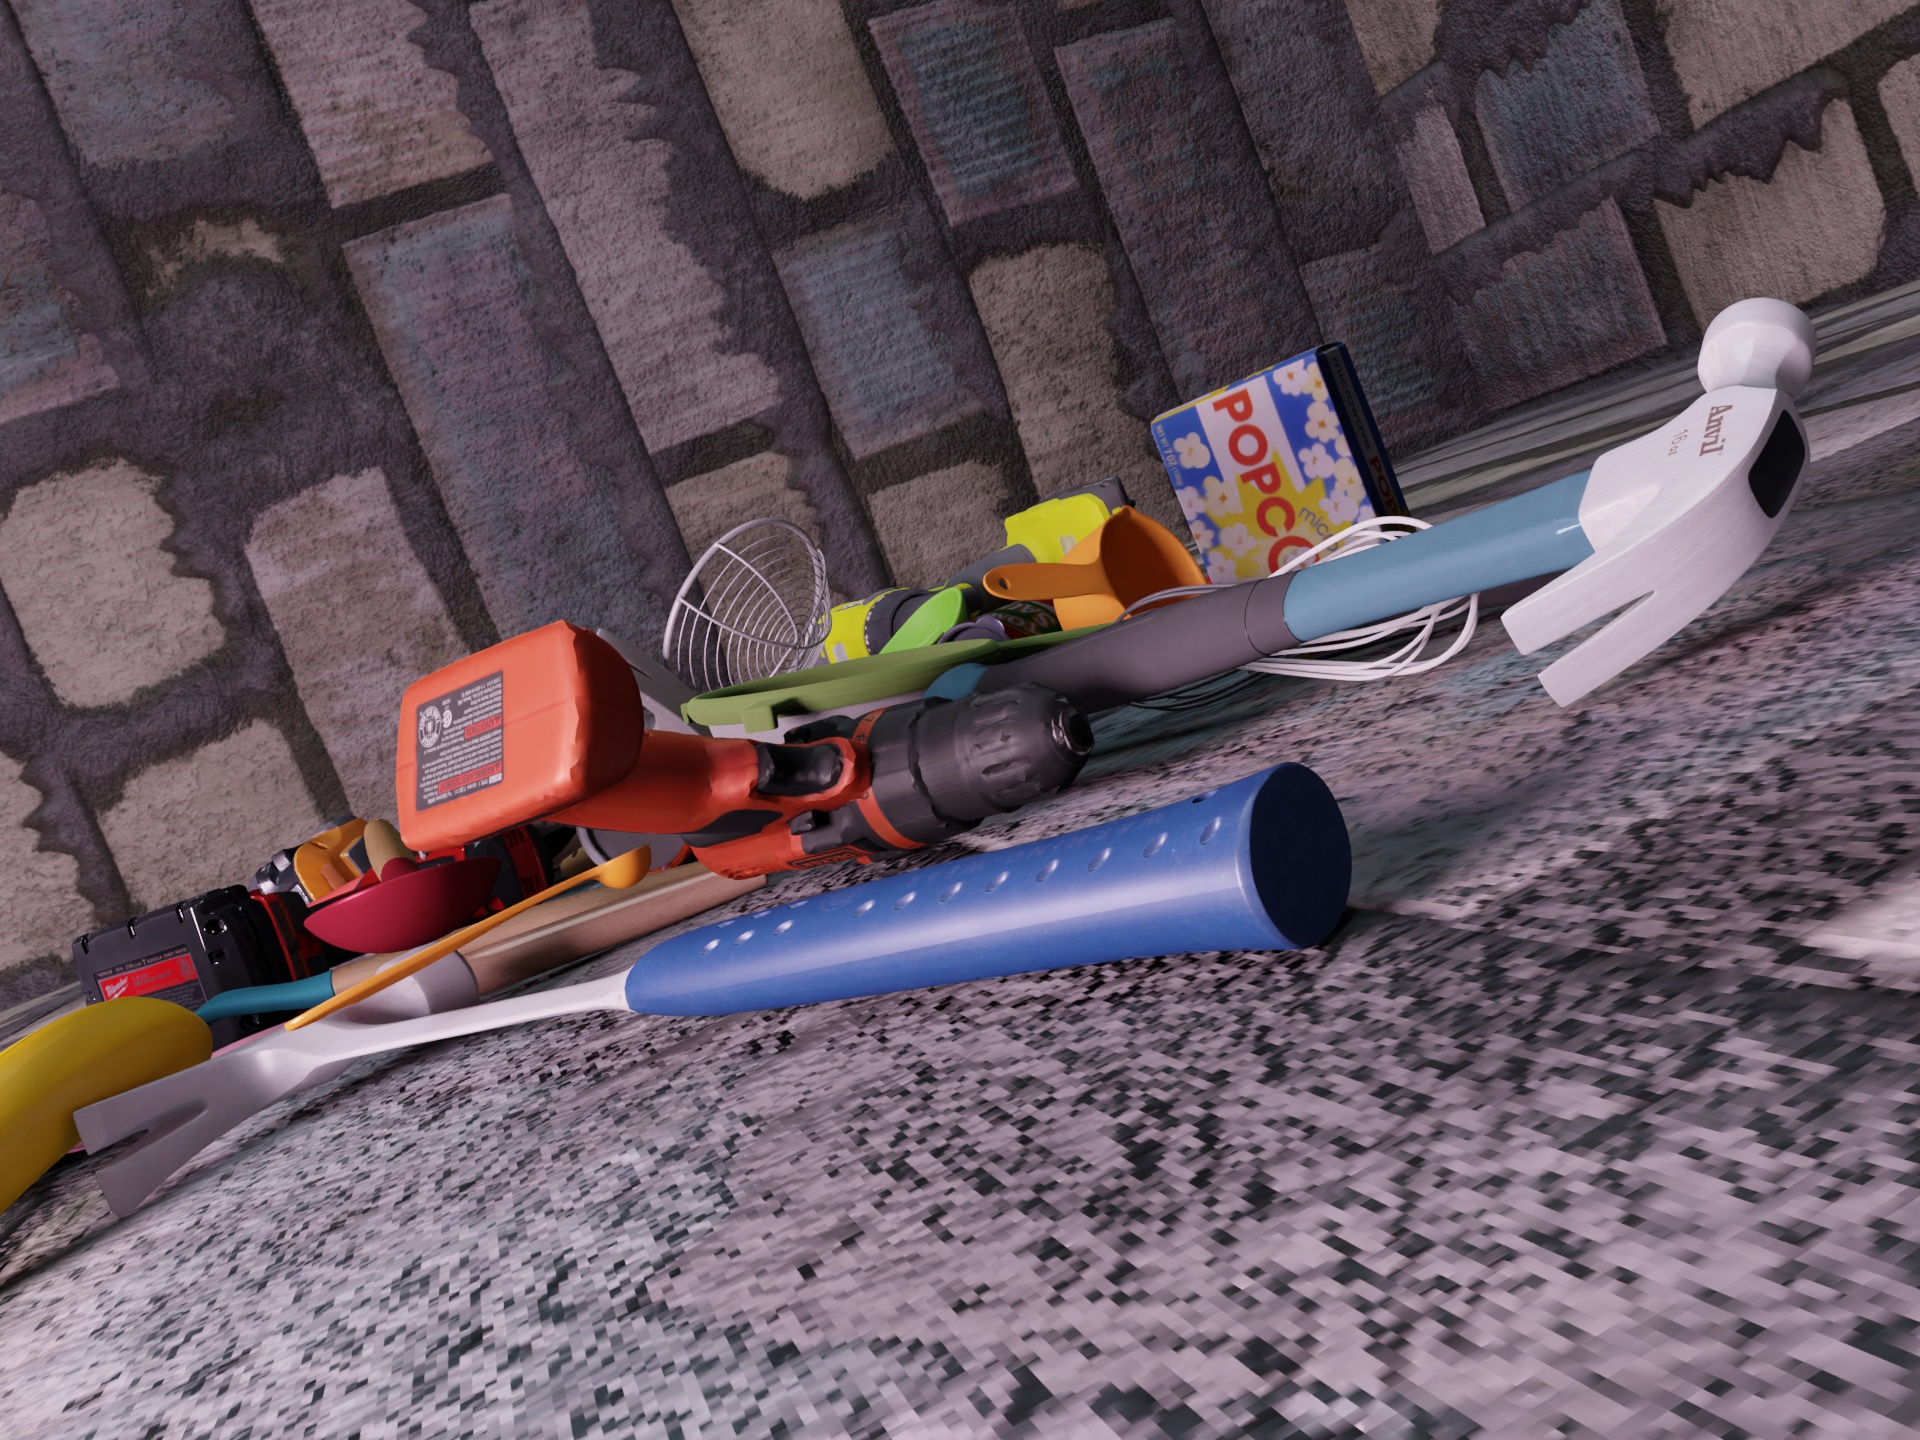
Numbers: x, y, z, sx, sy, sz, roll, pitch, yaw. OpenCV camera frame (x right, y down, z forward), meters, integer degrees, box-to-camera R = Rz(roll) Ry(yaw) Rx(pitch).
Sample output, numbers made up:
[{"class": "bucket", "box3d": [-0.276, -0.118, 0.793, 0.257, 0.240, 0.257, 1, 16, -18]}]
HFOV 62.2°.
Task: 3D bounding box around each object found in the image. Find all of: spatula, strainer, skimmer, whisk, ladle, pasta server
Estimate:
[{"class": "spatula", "box3d": [-0.234, 0.115, 0.675, 0.317, 0.044, 0.082, -17, 5, -5]}, {"class": "strainer", "box3d": [-0.001, -0.002, 0.773, 0.256, 0.069, 0.151, -12, 5, -20]}, {"class": "skimmer", "box3d": [-0.216, 0.006, 0.993, 0.363, 0.090, 0.127, -33, -14, 32]}, {"class": "whisk", "box3d": [0.091, -0.027, 0.622, 0.246, 0.057, 0.059, -14, 16, 43]}, {"class": "whisk", "box3d": [0.161, -0.047, 0.649, 0.239, 0.055, 0.055, -13, 8, 28]}, {"class": "ladle", "box3d": [-0.241, 0.061, 0.673, 0.069, 0.031, 0.315, -17, 8, -21]}, {"class": "pasta server", "box3d": [-0.229, 0.106, 0.624, 0.316, 0.040, 0.060, -19, 4, -9]}]

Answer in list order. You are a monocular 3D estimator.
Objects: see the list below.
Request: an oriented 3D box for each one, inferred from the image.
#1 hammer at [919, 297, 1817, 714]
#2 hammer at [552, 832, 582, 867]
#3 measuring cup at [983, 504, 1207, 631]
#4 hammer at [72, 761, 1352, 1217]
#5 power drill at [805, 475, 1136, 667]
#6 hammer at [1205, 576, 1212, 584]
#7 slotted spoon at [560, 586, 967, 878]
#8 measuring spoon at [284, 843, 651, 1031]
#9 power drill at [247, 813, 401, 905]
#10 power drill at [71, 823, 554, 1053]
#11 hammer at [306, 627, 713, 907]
[{"class": "hammer", "box3d": [0.104, -0.035, 0.528, 0.331, 0.033, 0.128, -17, 32, 45]}, {"class": "hammer", "box3d": [-0.143, 0.037, 1.068, 0.410, 0.038, 0.146, -19, 4, 23]}, {"class": "measuring cup", "box3d": [0.063, -0.064, 0.865, 0.173, 0.095, 0.052, -5, -22, -42]}, {"class": "hammer", "box3d": [-0.090, 0.074, 0.423, 0.405, 0.035, 0.144, -17, 6, 38]}, {"class": "power drill", "box3d": [0.020, -0.090, 1.103, 0.228, 0.080, 0.190, -27, 9, -24]}, {"class": "hammer", "box3d": [0.065, -0.046, 1.095, 0.386, 0.038, 0.143, -21, 6, 2]}, {"class": "slotted spoon", "box3d": [-0.120, 0.016, 0.964, 0.314, 0.031, 0.070, -31, 30, 15]}, {"class": "measuring spoon", "box3d": [-0.143, 0.066, 0.477, 0.117, 0.011, 0.021, -27, 0, -27]}, {"class": "power drill", "box3d": [-0.371, 0.075, 1.083, 0.226, 0.084, 0.185, -34, 5, 10]}, {"class": "power drill", "box3d": [-0.334, 0.111, 0.839, 0.143, 0.078, 0.219, -17, 3, 27]}, {"class": "hammer", "box3d": [-0.293, 0.069, 0.954, 0.359, 0.149, 0.037, -25, 41, 23]}]
